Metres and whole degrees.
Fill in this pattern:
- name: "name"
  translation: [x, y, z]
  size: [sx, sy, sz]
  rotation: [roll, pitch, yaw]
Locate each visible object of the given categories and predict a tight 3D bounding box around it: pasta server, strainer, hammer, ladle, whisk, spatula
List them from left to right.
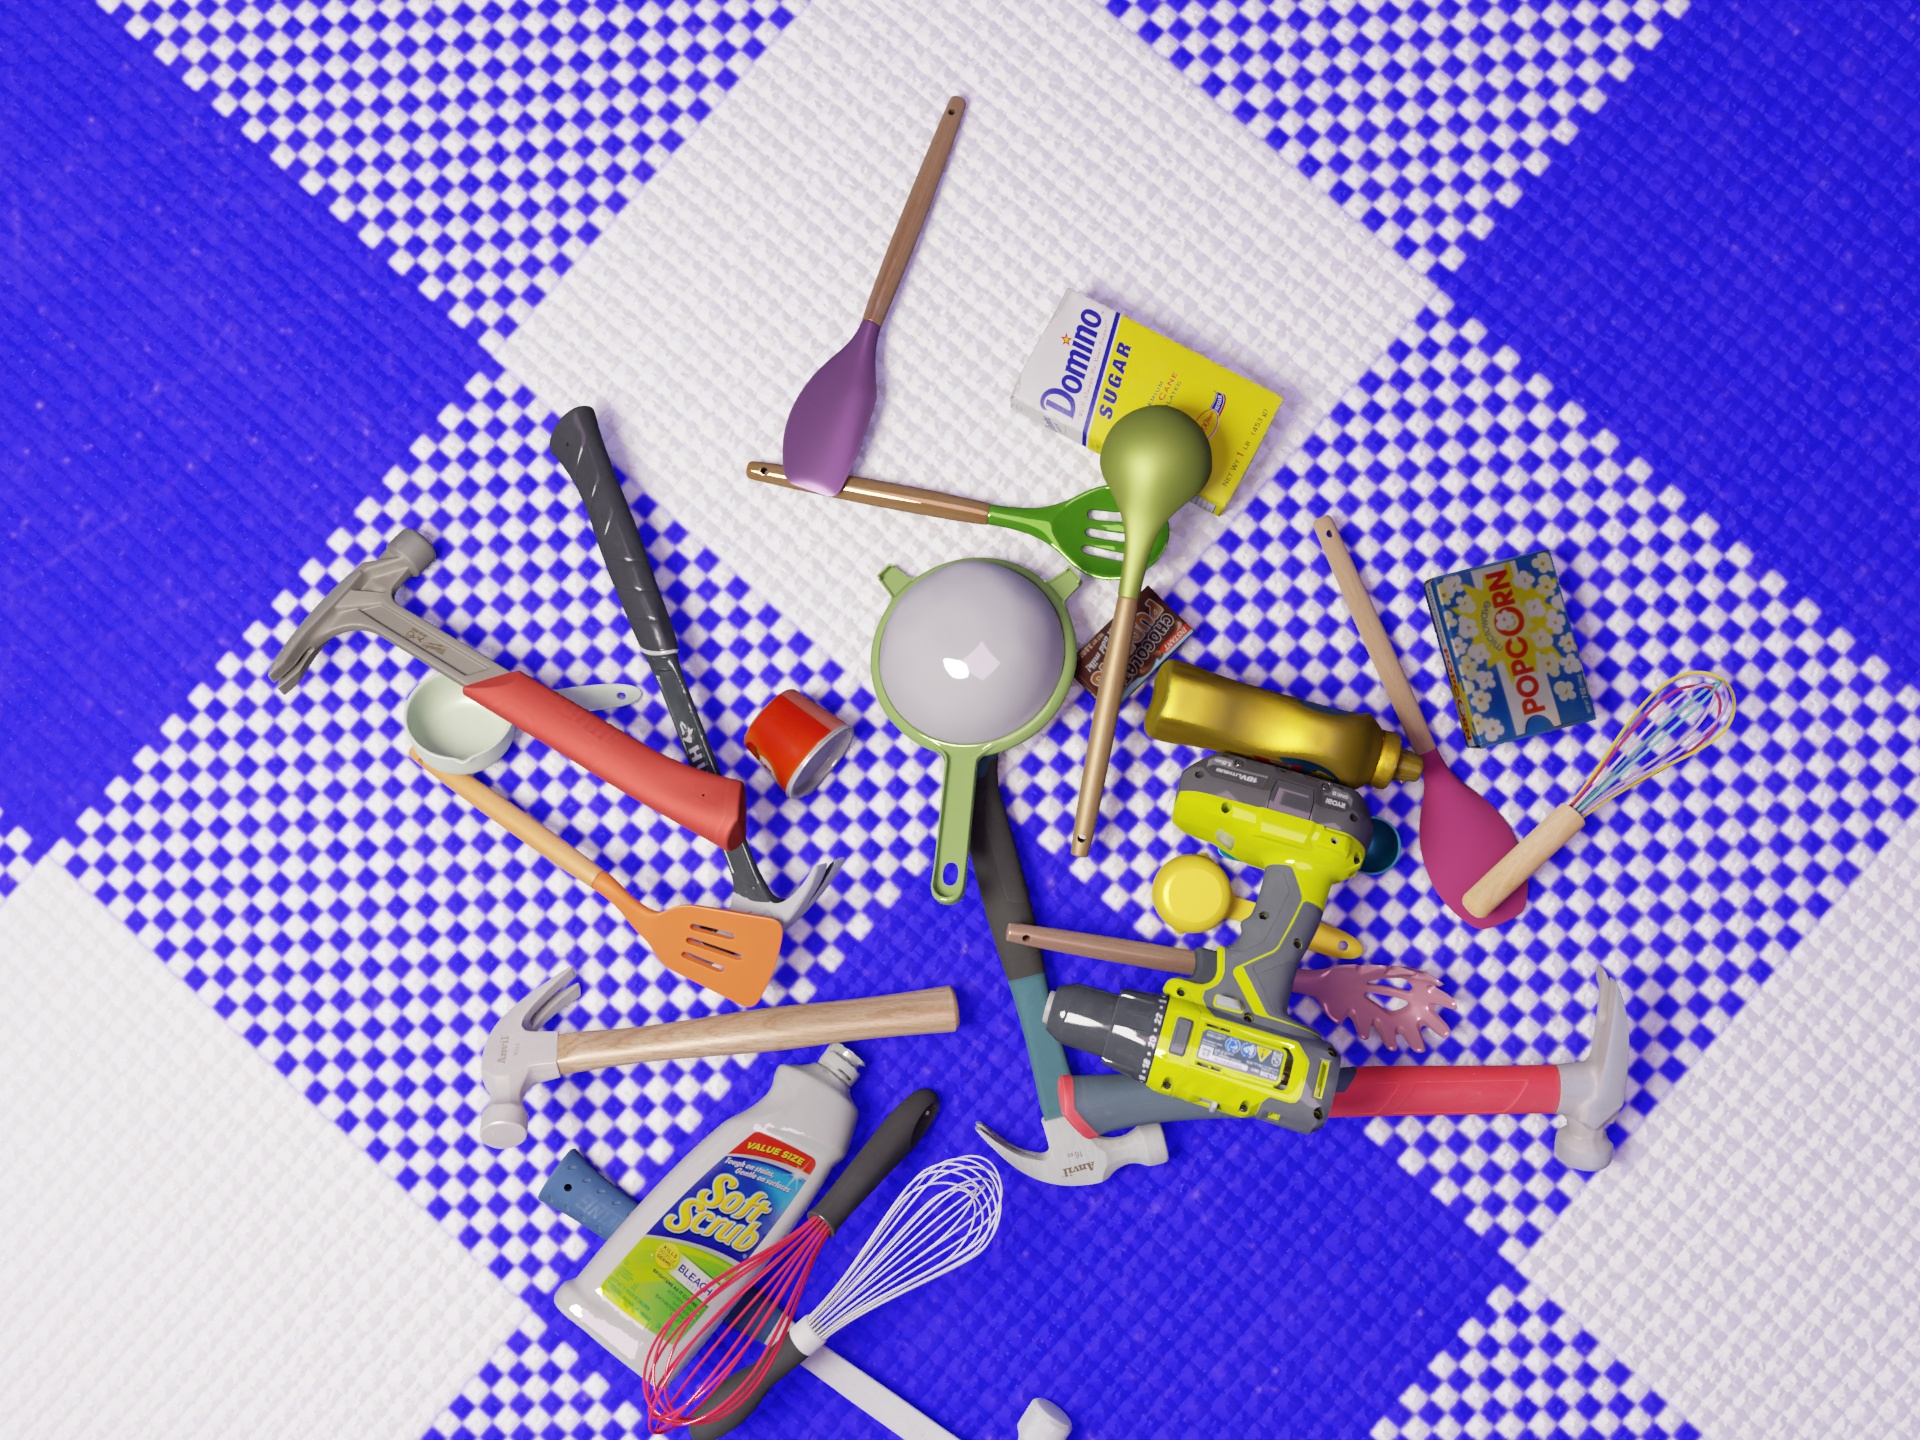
- name: "hammer"
  translation: [-0.304, -0.002, 1.107]
  size: [0.359, 0.036, 0.149]
  rotation: [29, 67, 16]
- name: "spatula"
  translation: [-0.269, 0.098, 1.134]
  size: [0.323, 0.041, 0.081]
  rotation: [31, 120, 18]
- name: "hammer"
  translation: [-0.206, -0.035, 1.133]
  size: [0.149, 0.036, 0.409]
  rotation: [-26, 82, 34]
- name: "hammer"
  translation: [-0.167, 0.220, 1.122]
  size: [0.331, 0.130, 0.031]
  rotation: [-6, 131, -6]
- name: "hammer"
  translation: [-0.128, 0.443, 1.132]
  size: [0.405, 0.035, 0.144]
  rotation: [34, 89, 4]
- name: "whisk"
  translation: [-0.106, 0.351, 1.060]
  size: [0.073, 0.073, 0.296]
  rotation: [44, 53, 4]
- name: "whisk"
  translation: [-0.081, 0.400, 1.090]
  size: [0.284, 0.070, 0.070]
  rotation: [-42, 86, 5]
- name: "spatula"
  translation: [-0.059, -0.316, 1.171]
  size: [0.060, 0.018, 0.316]
  rotation: [21, 85, 9]
- name: "strainer"
  translation: [-0.002, -0.004, 1.103]
  size: [0.151, 0.069, 0.256]
  rotation: [2, 74, 12]
- name: "hammer"
  translation: [0.045, 0.169, 1.140]
  size: [0.128, 0.033, 0.331]
  rotation: [-15, 86, 1]
- name: "ladle"
  translation: [0.114, -0.061, 1.117]
  size: [0.078, 0.062, 0.320]
  rotation: [11, 99, 9]
- name: "pasta server"
  translation: [0.188, 0.177, 1.115]
  size: [0.316, 0.040, 0.060]
  rotation: [10, 103, -4]
- name: "hammer"
  translation: [0.261, 0.241, 1.092]
  size: [0.386, 0.038, 0.143]
  rotation: [-1, 106, -1]
- name: "whisk"
  translation: [0.450, 0.053, 1.117]
  size: [0.245, 0.051, 0.047]
  rotation: [-42, 93, -2]

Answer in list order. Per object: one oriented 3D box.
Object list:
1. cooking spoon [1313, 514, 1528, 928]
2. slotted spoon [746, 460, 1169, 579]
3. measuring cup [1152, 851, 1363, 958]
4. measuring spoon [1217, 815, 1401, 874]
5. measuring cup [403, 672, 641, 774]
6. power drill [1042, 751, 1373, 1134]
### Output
- name: "cooking spoon"
  translation: [0.324, -0.001, 1.143]
  size: [0.069, 0.017, 0.319]
  rotation: [-24, 87, 1]
- name: "slotted spoon"
  translation: [-0.004, -0.157, 1.163]
  size: [0.314, 0.031, 0.070]
  rotation: [11, 87, 5]
- name: "measuring cup"
  translation: [0.213, 0.140, 1.134]
  size: [0.156, 0.029, 0.062]
  rotation: [19, 88, 6]
- name: "measuring spoon"
  translation: [0.251, 0.092, 1.146]
  size: [0.128, 0.021, 0.042]
  rotation: [-2, 79, 12]
- name: "measuring cup"
  translation: [-0.319, -0.002, 1.166]
  size: [0.167, 0.038, 0.083]
  rotation: [-7, 62, -16]
- name: "power drill"
  translation: [0.173, 0.144, 1.068]
  size: [0.190, 0.080, 0.229]
  rotation: [16, 69, 9]
